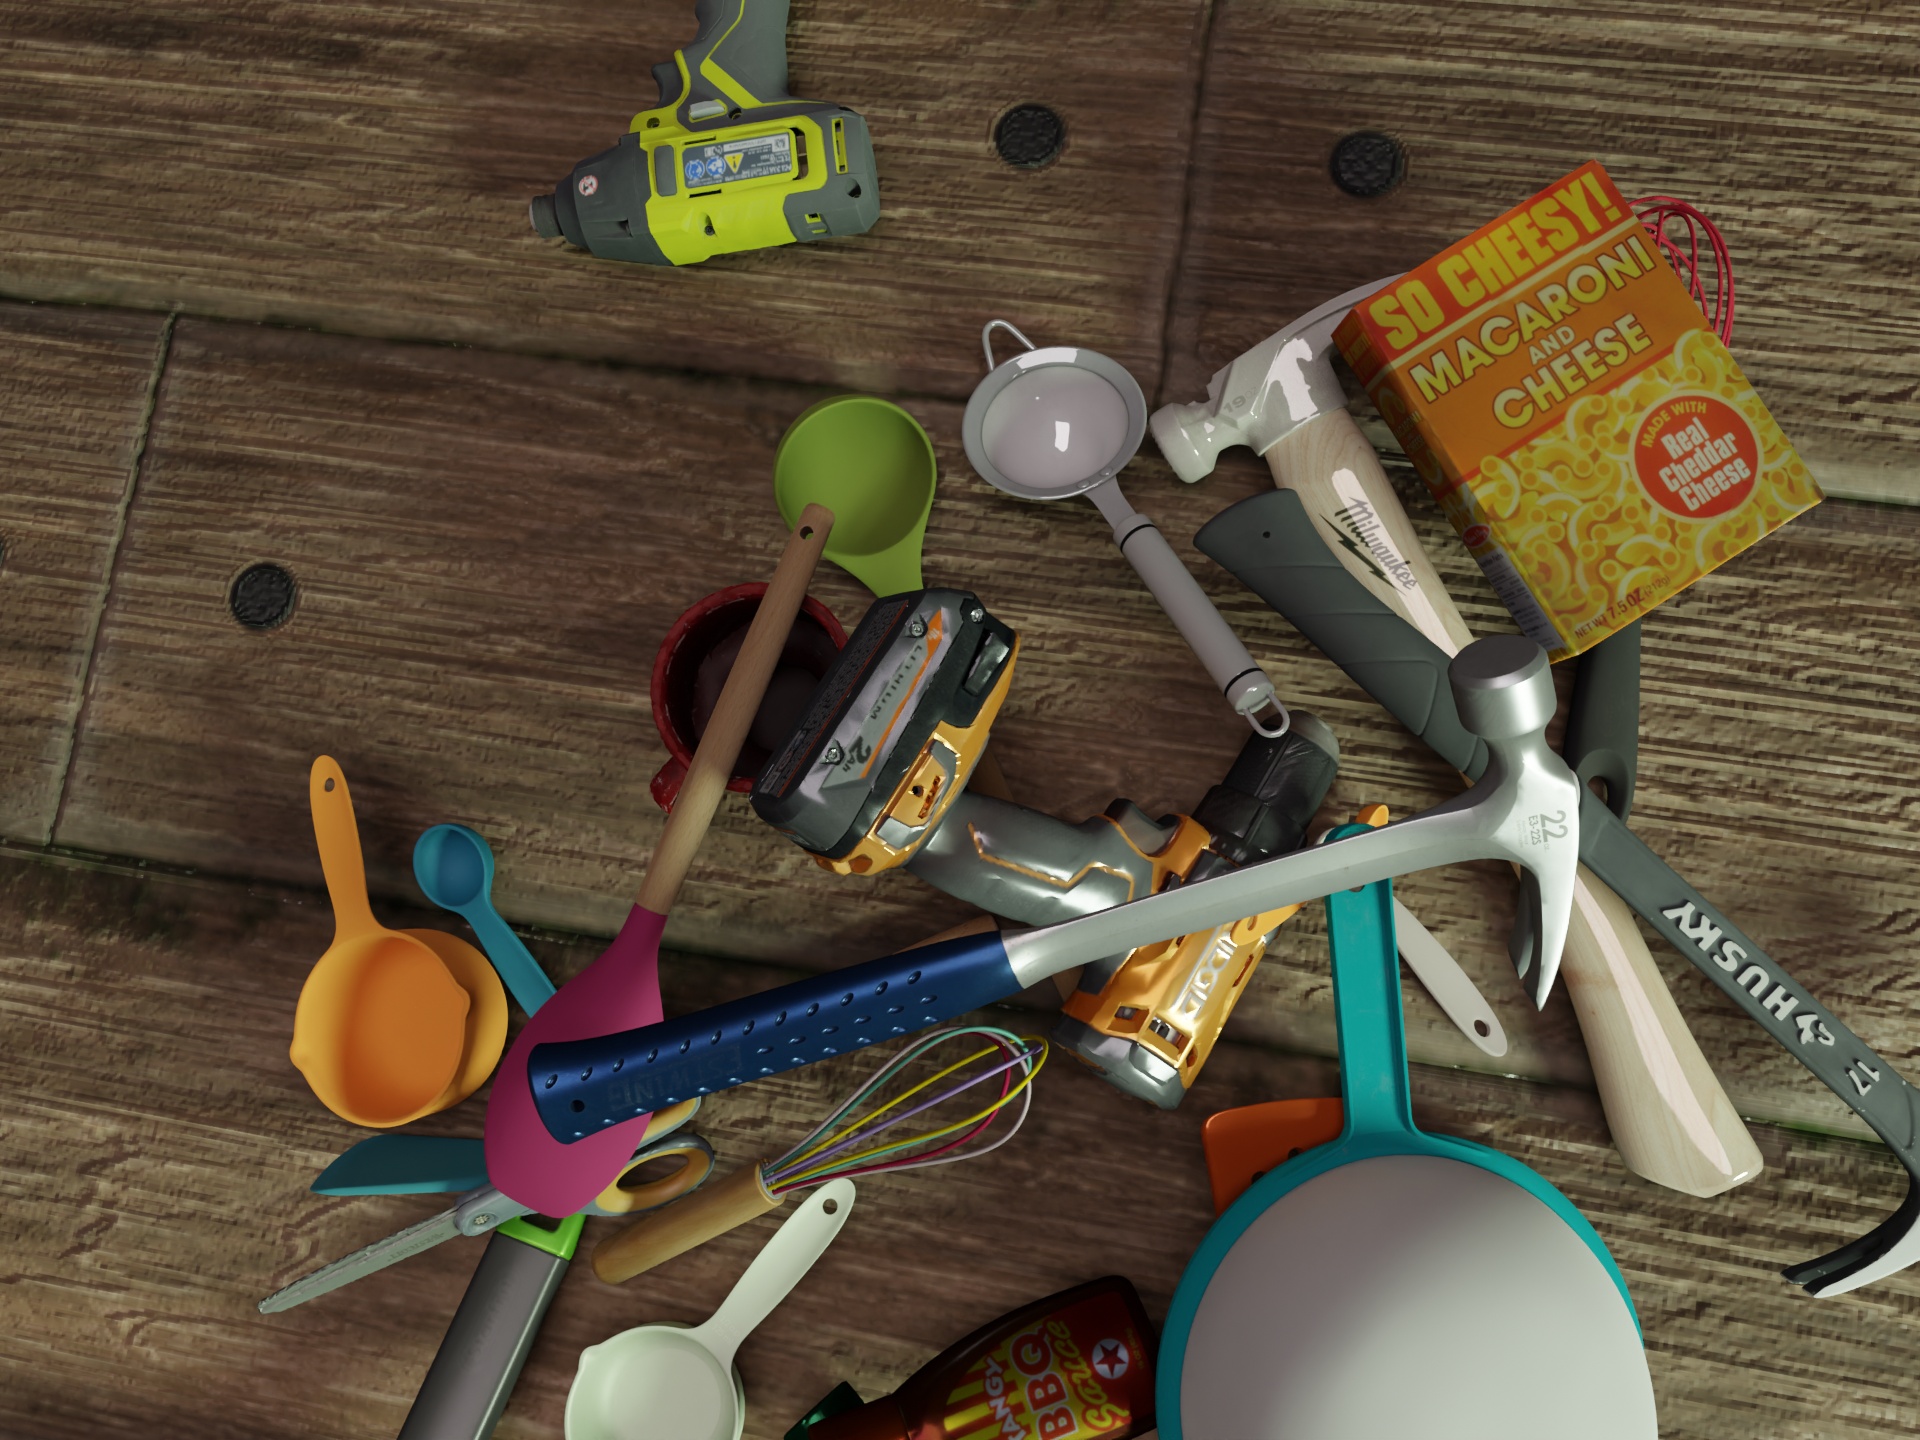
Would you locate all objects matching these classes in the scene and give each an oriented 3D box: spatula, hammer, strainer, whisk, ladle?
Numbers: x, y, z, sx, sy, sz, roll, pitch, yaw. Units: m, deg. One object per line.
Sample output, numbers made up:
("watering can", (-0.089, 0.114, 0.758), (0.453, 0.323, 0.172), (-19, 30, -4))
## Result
("spatula", (-0.131, 0.152, 0.724), (0.317, 0.082, 0.044), (-25, 92, -3))
("hammer", (0.255, 0.053, 0.643), (0.409, 0.036, 0.149), (43, 90, 6))
("hammer", (0.237, 0.005, 0.692), (0.146, 0.038, 0.411), (-30, 80, 20))
("strainer", (0.183, 0.210, 0.621), (0.211, 0.095, 0.340), (-4, 87, -7))
("whisk", (0.297, -0.090, 0.709), (0.073, 0.073, 0.296), (7, 88, 8))
("strainer", (0.073, -0.086, 0.711), (0.087, 0.050, 0.259), (-28, 56, -3))
("whisk", (-0.066, 0.191, 0.684), (0.245, 0.051, 0.047), (-31, 42, 19))
("spatula", (0.149, 0.322, 0.666), (0.081, 0.041, 0.323), (-3, 82, -7))
("hammer", (0.032, 0.093, 0.604), (0.405, 0.035, 0.144), (-18, 116, 8))
("ladle", (-0.001, -0.002, 0.731), (0.078, 0.062, 0.320), (-23, 81, -3))

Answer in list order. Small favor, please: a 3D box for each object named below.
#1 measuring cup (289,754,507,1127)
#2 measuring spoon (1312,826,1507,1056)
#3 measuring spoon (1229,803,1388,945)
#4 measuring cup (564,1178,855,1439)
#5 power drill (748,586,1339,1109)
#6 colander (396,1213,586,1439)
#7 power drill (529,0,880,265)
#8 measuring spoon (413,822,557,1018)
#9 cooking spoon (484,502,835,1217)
("measuring cup", (-0.266, 0.100, 0.744), (0.095, 0.052, 0.174), (-20, 78, 12))
("measuring spoon", (0.198, 0.101, 0.710), (0.034, 0.018, 0.124), (-35, 83, -31))
("measuring spoon", (0.148, 0.065, 0.681), (0.011, 0.021, 0.117), (23, 39, 39))
("measuring cup", (-0.103, 0.272, 0.711), (0.083, 0.038, 0.167), (39, 79, 11))
("power drill", (0.049, 0.032, 0.673), (0.226, 0.084, 0.185), (36, 78, -17))
("colander", (-0.251, 0.393, 0.690), (0.204, 0.094, 0.397), (18, 65, 9))
("power drill", (-0.137, -0.342, 0.794), (0.171, 0.080, 0.223), (-7, 83, 5))
("measuring spoon", (-0.215, 0.104, 0.761), (0.042, 0.021, 0.128), (-36, 87, 22))
("cooking spoon", (-0.121, 0.055, 0.670), (0.069, 0.017, 0.319), (22, 86, 9))
